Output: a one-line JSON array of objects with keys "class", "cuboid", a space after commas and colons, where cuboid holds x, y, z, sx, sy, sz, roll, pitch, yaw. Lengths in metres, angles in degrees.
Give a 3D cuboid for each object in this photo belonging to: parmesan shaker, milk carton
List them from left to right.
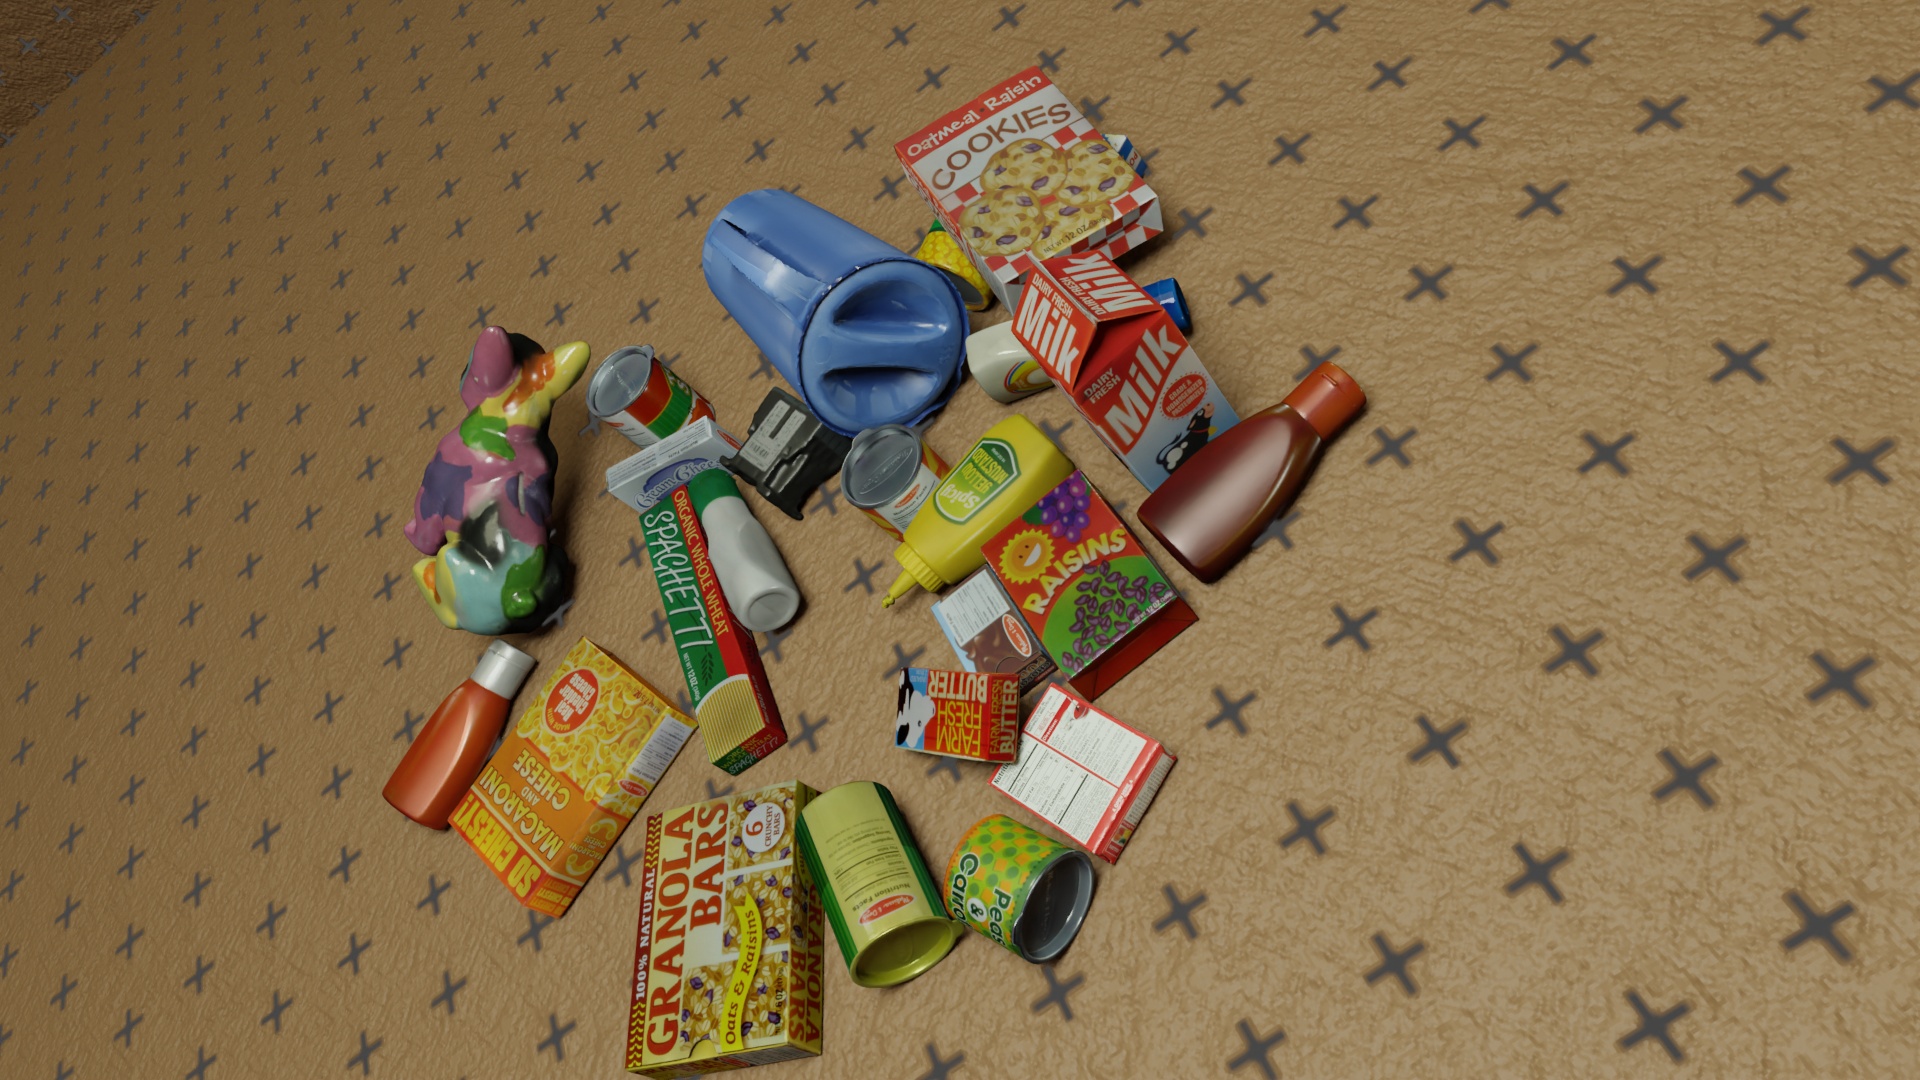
[{"class": "parmesan shaker", "cuboid": [-0.050, 0.202, 0.829, 0.071, 0.071, 0.103, -38, 49, 8]}, {"class": "milk carton", "cuboid": [0.097, -0.103, 0.832, 0.073, 0.190, 0.072, -42, 49, 5]}]

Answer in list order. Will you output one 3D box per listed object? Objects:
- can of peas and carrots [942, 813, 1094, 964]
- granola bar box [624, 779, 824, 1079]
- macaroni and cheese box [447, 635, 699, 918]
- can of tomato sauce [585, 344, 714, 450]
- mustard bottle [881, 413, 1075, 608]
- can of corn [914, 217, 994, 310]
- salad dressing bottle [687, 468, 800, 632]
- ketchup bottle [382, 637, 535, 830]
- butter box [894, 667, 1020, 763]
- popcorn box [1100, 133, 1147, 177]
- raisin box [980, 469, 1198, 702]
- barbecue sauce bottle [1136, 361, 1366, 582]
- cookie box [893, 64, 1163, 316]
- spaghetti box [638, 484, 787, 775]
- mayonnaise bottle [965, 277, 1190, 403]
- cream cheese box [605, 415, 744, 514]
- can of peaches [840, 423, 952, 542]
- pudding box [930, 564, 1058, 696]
[{"class": "can of peas and carrots", "cuboid": [0.031, 0.195, 0.778, 0.059, 0.071, 0.071, 18, 74, 39]}, {"class": "granola bar box", "cuboid": [-0.147, 0.246, 0.881, 0.124, 0.039, 0.166, -18, 55, 23]}, {"class": "macaroni and cheese box", "cuboid": [-0.283, 0.169, 1.012, 0.124, 0.040, 0.166, 28, 80, 40]}, {"class": "can of tomato sauce", "cuboid": [-0.249, -0.110, 1.128, 0.071, 0.083, 0.071, -16, 56, 25]}, {"class": "mustard bottle", "cuboid": [0.003, -0.012, 0.931, 0.160, 0.048, 0.065, -46, 47, 1]}, {"class": "can of corn", "cuboid": [0.005, -0.213, 1.038, 0.071, 0.071, 0.058, 15, 73, 38]}, {"class": "salad dressing bottle", "cuboid": [-0.163, 0.003, 1.020, 0.044, 0.064, 0.148, -42, 46, 9]}, {"class": "ketchup bottle", "cuboid": [-0.390, 0.149, 1.090, 0.065, 0.043, 0.149, 21, 75, 38]}, {"class": "butter box", "cuboid": [-0.003, 0.106, 0.850, 0.103, 0.024, 0.053, -5, 80, 56]}, {"class": "popcorn box", "cuboid": [0.065, -0.265, 1.050, 0.127, 0.038, 0.085, 17, 73, 38]}, {"class": "raisin box", "cuboid": [0.078, 0.026, 0.868, 0.086, 0.040, 0.124, -40, 51, 7]}, {"class": "barbecue sauce bottle", "cuboid": [0.180, -0.045, 0.843, 0.148, 0.043, 0.065, -44, 60, 2]}, {"class": "cookie box", "cuboid": [0.045, -0.252, 0.982, 0.123, 0.040, 0.168, -30, 58, -4]}, {"class": "spaghetti box", "cuboid": [-0.187, 0.058, 1.024, 0.050, 0.028, 0.251, -35, 50, 10]}, {"class": "mayonnaise bottle", "cuboid": [0.081, -0.139, 0.951, 0.148, 0.064, 0.041, -17, 64, 19]}, {"class": "cream cheese box", "cuboid": [-0.224, -0.058, 1.100, 0.103, 0.053, 0.024, -26, 54, 18]}, {"class": "can of peaches", "cuboid": [-0.042, -0.041, 0.972, 0.071, 0.058, 0.071, -16, 56, 25]}, {"class": "pudding box", "cuboid": [0.020, 0.062, 0.890, 0.049, 0.030, 0.084, -38, 50, 7]}]
